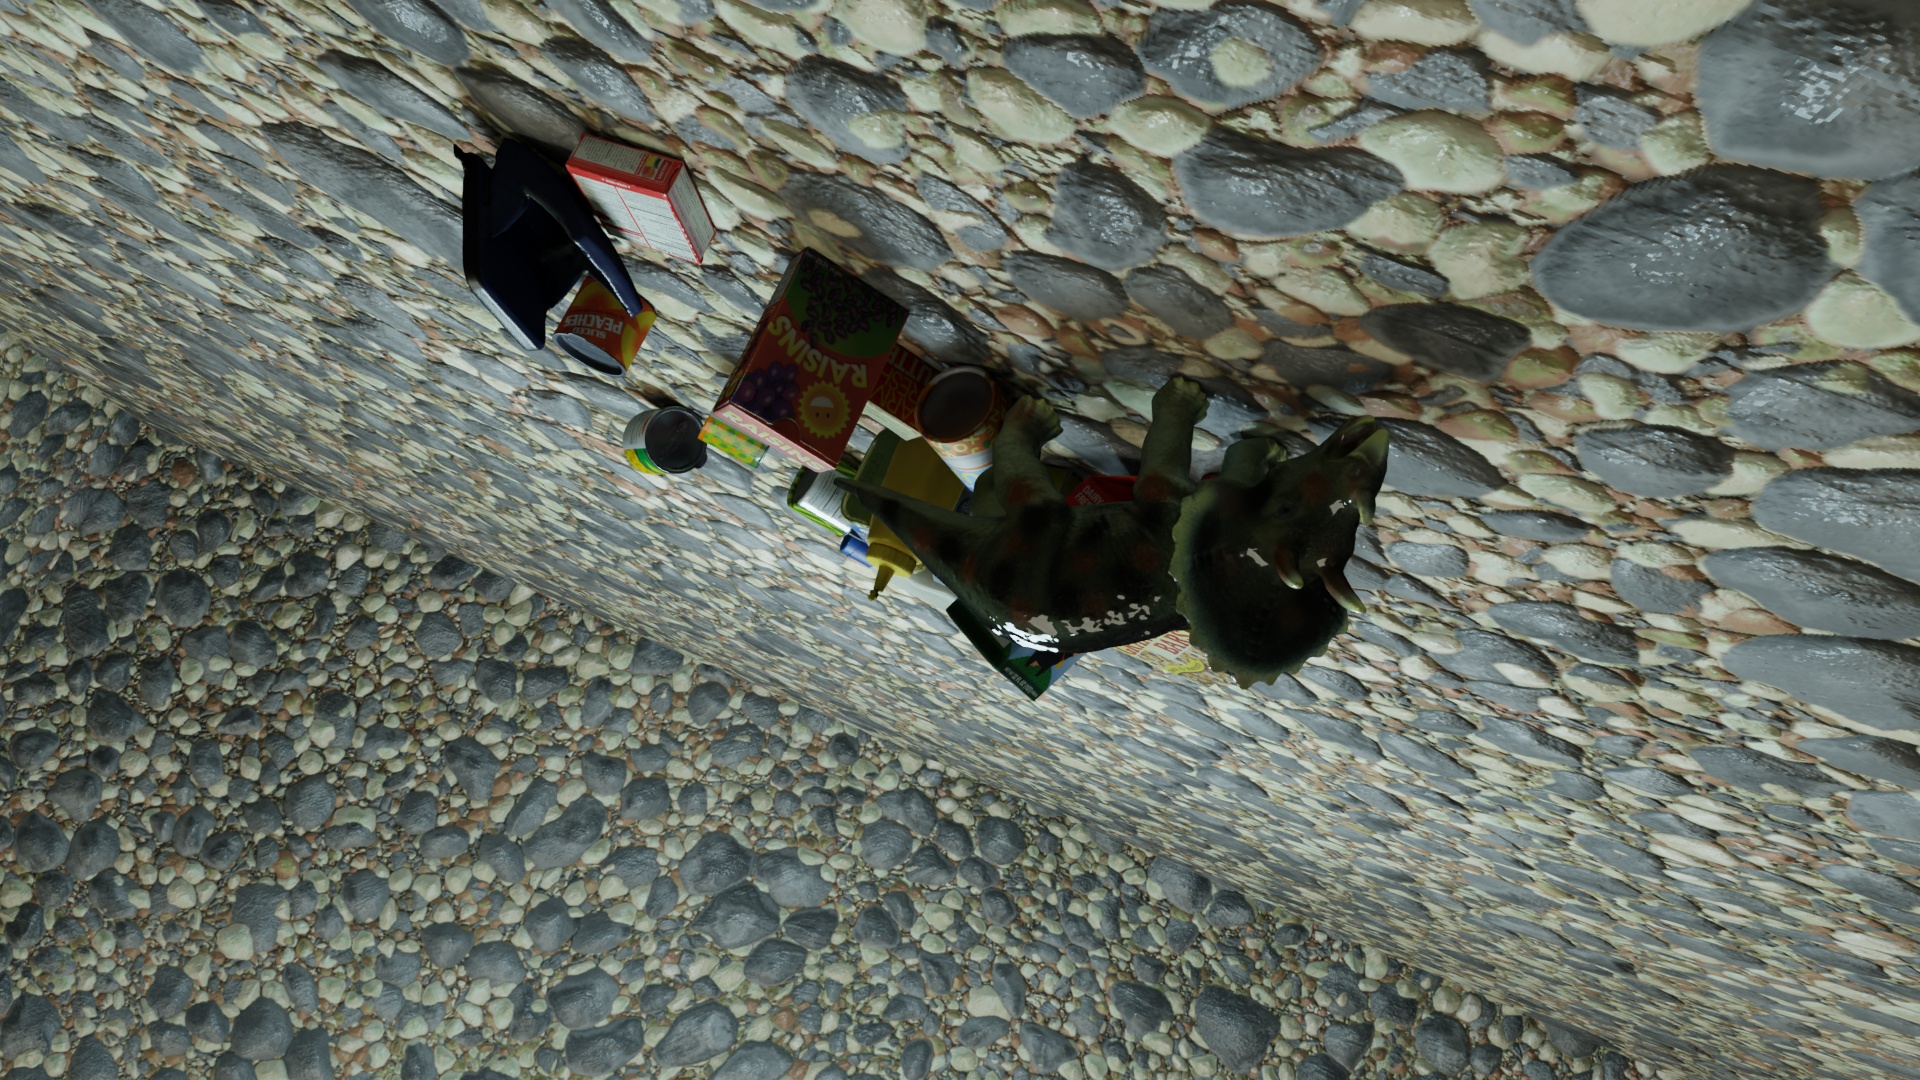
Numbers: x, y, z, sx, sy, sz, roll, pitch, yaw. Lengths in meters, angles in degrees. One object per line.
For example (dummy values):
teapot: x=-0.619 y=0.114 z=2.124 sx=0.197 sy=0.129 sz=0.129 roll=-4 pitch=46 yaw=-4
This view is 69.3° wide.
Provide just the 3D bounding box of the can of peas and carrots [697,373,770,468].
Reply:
can of peas and carrots: x=-0.190 y=-0.104 z=1.214 sx=0.059 sy=0.071 sz=0.071 roll=28 pitch=163 yaw=-11

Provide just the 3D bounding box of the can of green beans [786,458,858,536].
can of green beans: x=-0.122 y=-0.046 z=1.310 sx=0.058 sy=0.071 sz=0.071 roll=32 pitch=162 yaw=-23

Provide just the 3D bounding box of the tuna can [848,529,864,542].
tuna can: x=-0.088 y=-0.019 z=1.408 sx=0.071 sy=0.033 sz=0.071 roll=22 pitch=164 yaw=7

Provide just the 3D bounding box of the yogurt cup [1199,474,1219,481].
yogurt cup: x=0.189 y=-0.012 z=0.998 sx=0.072 sy=0.054 sz=0.072 roll=22 pitch=164 yaw=7

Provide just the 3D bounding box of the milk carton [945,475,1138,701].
milk carton: x=0.091 y=0.023 z=1.043 sx=0.073 sy=0.190 sz=0.072 roll=48 pitch=-178 yaw=37

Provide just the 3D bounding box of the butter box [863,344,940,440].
butter box: x=-0.063 y=-0.120 z=1.008 sx=0.103 sy=0.053 sz=0.024 roll=31 pitch=160 yaw=-26

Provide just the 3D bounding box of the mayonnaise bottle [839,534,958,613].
mayonnaise bottle: x=-0.060 y=0.030 z=1.516 sx=0.148 sy=0.041 sz=0.064 roll=30 pitch=161 yaw=-17

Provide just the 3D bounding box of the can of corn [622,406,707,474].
can of corn: x=-0.293 y=-0.097 z=1.382 sx=0.071 sy=0.071 sz=0.058 roll=34 pitch=162 yaw=-32

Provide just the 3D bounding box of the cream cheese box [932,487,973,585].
cream cheese box: x=0.004 y=-0.015 z=1.162 sx=0.024 sy=0.104 sz=0.053 roll=18 pitch=164 yaw=6

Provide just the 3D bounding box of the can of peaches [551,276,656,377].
can of peaches: x=-0.293 y=-0.176 z=1.142 sx=0.071 sy=0.058 sz=0.071 roll=22 pitch=164 yaw=7

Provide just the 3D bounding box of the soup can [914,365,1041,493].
soup can: x=0.013 y=-0.076 z=1.009 sx=0.071 sy=0.071 sz=0.083 roll=13 pitch=161 yaw=32

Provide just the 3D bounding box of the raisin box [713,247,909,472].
raisin box: x=-0.099 y=-0.119 z=0.931 sx=0.086 sy=0.124 sz=0.040 roll=31 pitch=163 yaw=-22

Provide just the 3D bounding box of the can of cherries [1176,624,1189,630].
can of cherries: x=0.168 y=0.042 z=1.187 sx=0.071 sy=0.071 sz=0.058 roll=31 pitch=163 yaw=-24

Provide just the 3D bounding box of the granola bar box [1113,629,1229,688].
granola bar box: x=0.207 y=0.089 z=1.327 sx=0.124 sy=0.039 sz=0.165 roll=23 pitch=164 yaw=1

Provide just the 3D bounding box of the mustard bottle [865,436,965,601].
mustard bottle: x=-0.039 y=-0.023 z=1.092 sx=0.049 sy=0.160 sz=0.065 roll=34 pitch=162 yaw=-34

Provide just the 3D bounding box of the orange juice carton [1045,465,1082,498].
orange juice carton: x=0.060 y=-0.007 z=1.166 sx=0.073 sy=0.072 sz=0.192 roll=24 pitch=164 yaw=-4
